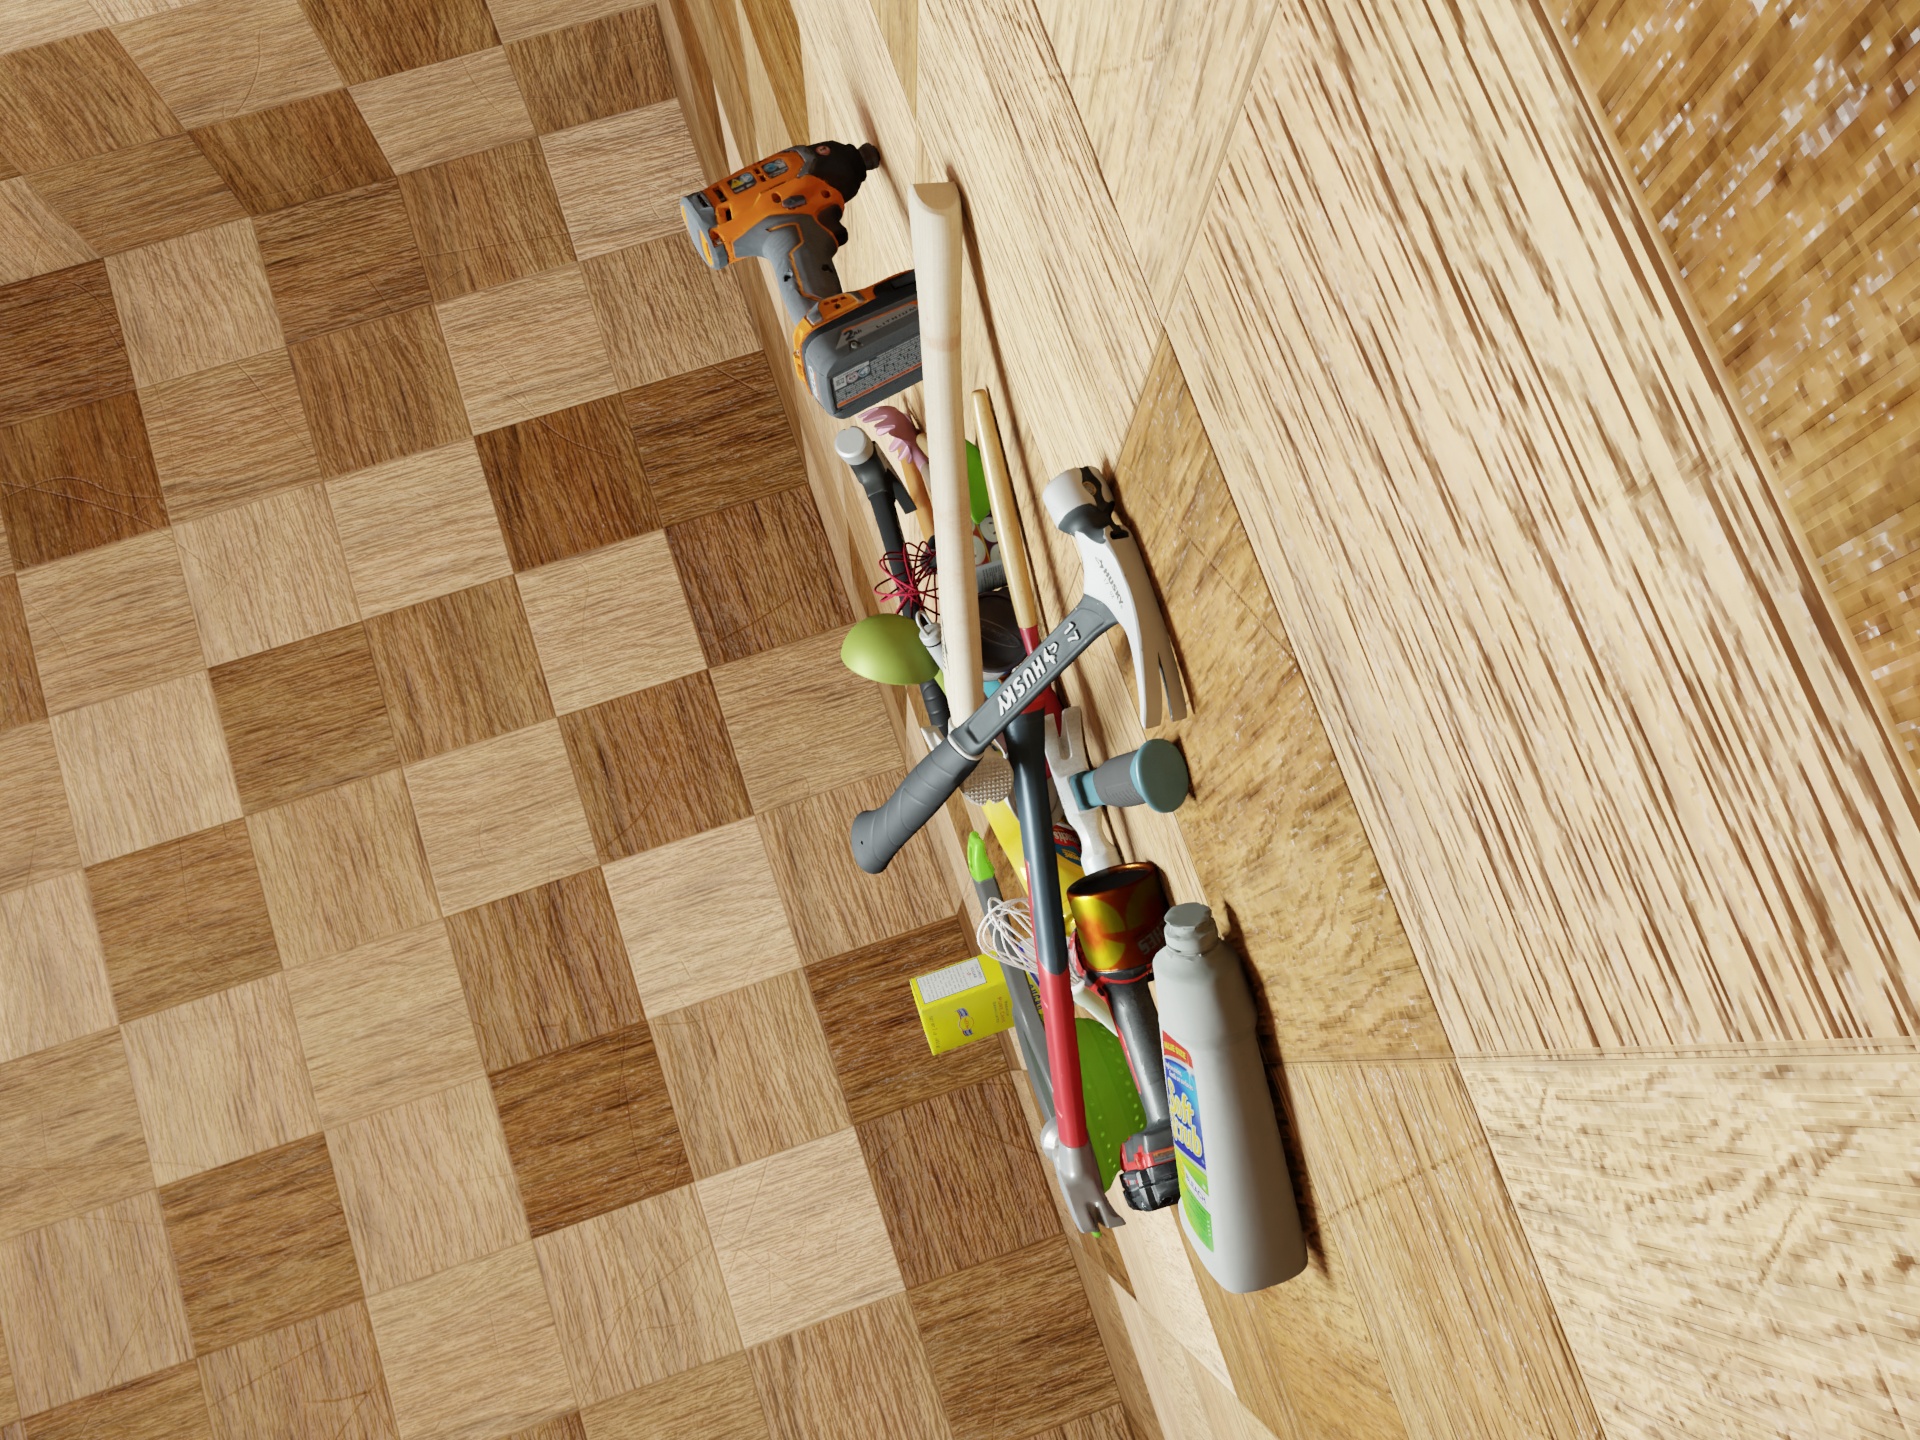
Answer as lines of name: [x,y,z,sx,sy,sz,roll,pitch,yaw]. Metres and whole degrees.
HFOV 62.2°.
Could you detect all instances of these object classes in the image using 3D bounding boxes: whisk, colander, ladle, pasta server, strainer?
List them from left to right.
pasta server: [-0.028,-0.216,1.473,0.060,0.040,0.317,43,-168,-39]
whisk: [-0.025,-0.135,1.383,0.296,0.073,0.073,-70,-36,-74]
ladle: [-0.002,-0.004,1.343,0.078,0.062,0.319,32,174,34]
strainer: [0.025,0.004,1.267,0.258,0.050,0.087,56,-135,-37]
ladle: [0.045,-0.097,1.207,0.069,0.031,0.315,-80,-21,-65]
whisk: [0.088,0.210,1.299,0.246,0.059,0.058,45,-174,-42]
colander: [0.101,0.271,1.446,0.205,0.094,0.397,-126,18,-72]

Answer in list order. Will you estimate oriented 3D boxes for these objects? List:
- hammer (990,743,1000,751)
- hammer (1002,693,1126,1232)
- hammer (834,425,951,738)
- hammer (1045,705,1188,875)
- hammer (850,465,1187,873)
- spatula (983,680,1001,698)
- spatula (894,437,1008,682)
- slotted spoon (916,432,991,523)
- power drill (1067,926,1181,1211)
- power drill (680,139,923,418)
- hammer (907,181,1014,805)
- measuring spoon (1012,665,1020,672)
hammer: [0.084,0.124,1.485,0.127,0.034,0.337,76,172,-45]
hammer: [0.069,0.173,1.153,0.143,0.038,0.386,-125,27,-76]
hammer: [-0.042,-0.099,1.465,0.146,0.035,0.335,44,-152,-69]
hammer: [0.103,0.045,1.077,0.331,0.033,0.128,135,115,-83]
hammer: [0.015,0.012,1.019,0.408,0.036,0.149,-48,61,54]
spatula: [0.006,-0.059,1.627,0.082,0.044,0.317,48,-175,-8]
spatula: [-0.015,-0.173,1.564,0.081,0.041,0.323,77,177,-56]
slotted spoon: [-0.010,-0.221,1.346,0.314,0.031,0.070,-120,13,-71]
power drill: [0.136,0.249,1.197,0.143,0.078,0.220,97,157,-74]
power drill: [-0.095,-0.355,1.224,0.227,0.164,0.084,55,167,24]
hammer: [-0.009,-0.155,1.100,0.146,0.038,0.410,-131,36,-69]
measuring spoon: [0.064,-0.012,1.377,0.034,0.018,0.124,99,161,-53]
